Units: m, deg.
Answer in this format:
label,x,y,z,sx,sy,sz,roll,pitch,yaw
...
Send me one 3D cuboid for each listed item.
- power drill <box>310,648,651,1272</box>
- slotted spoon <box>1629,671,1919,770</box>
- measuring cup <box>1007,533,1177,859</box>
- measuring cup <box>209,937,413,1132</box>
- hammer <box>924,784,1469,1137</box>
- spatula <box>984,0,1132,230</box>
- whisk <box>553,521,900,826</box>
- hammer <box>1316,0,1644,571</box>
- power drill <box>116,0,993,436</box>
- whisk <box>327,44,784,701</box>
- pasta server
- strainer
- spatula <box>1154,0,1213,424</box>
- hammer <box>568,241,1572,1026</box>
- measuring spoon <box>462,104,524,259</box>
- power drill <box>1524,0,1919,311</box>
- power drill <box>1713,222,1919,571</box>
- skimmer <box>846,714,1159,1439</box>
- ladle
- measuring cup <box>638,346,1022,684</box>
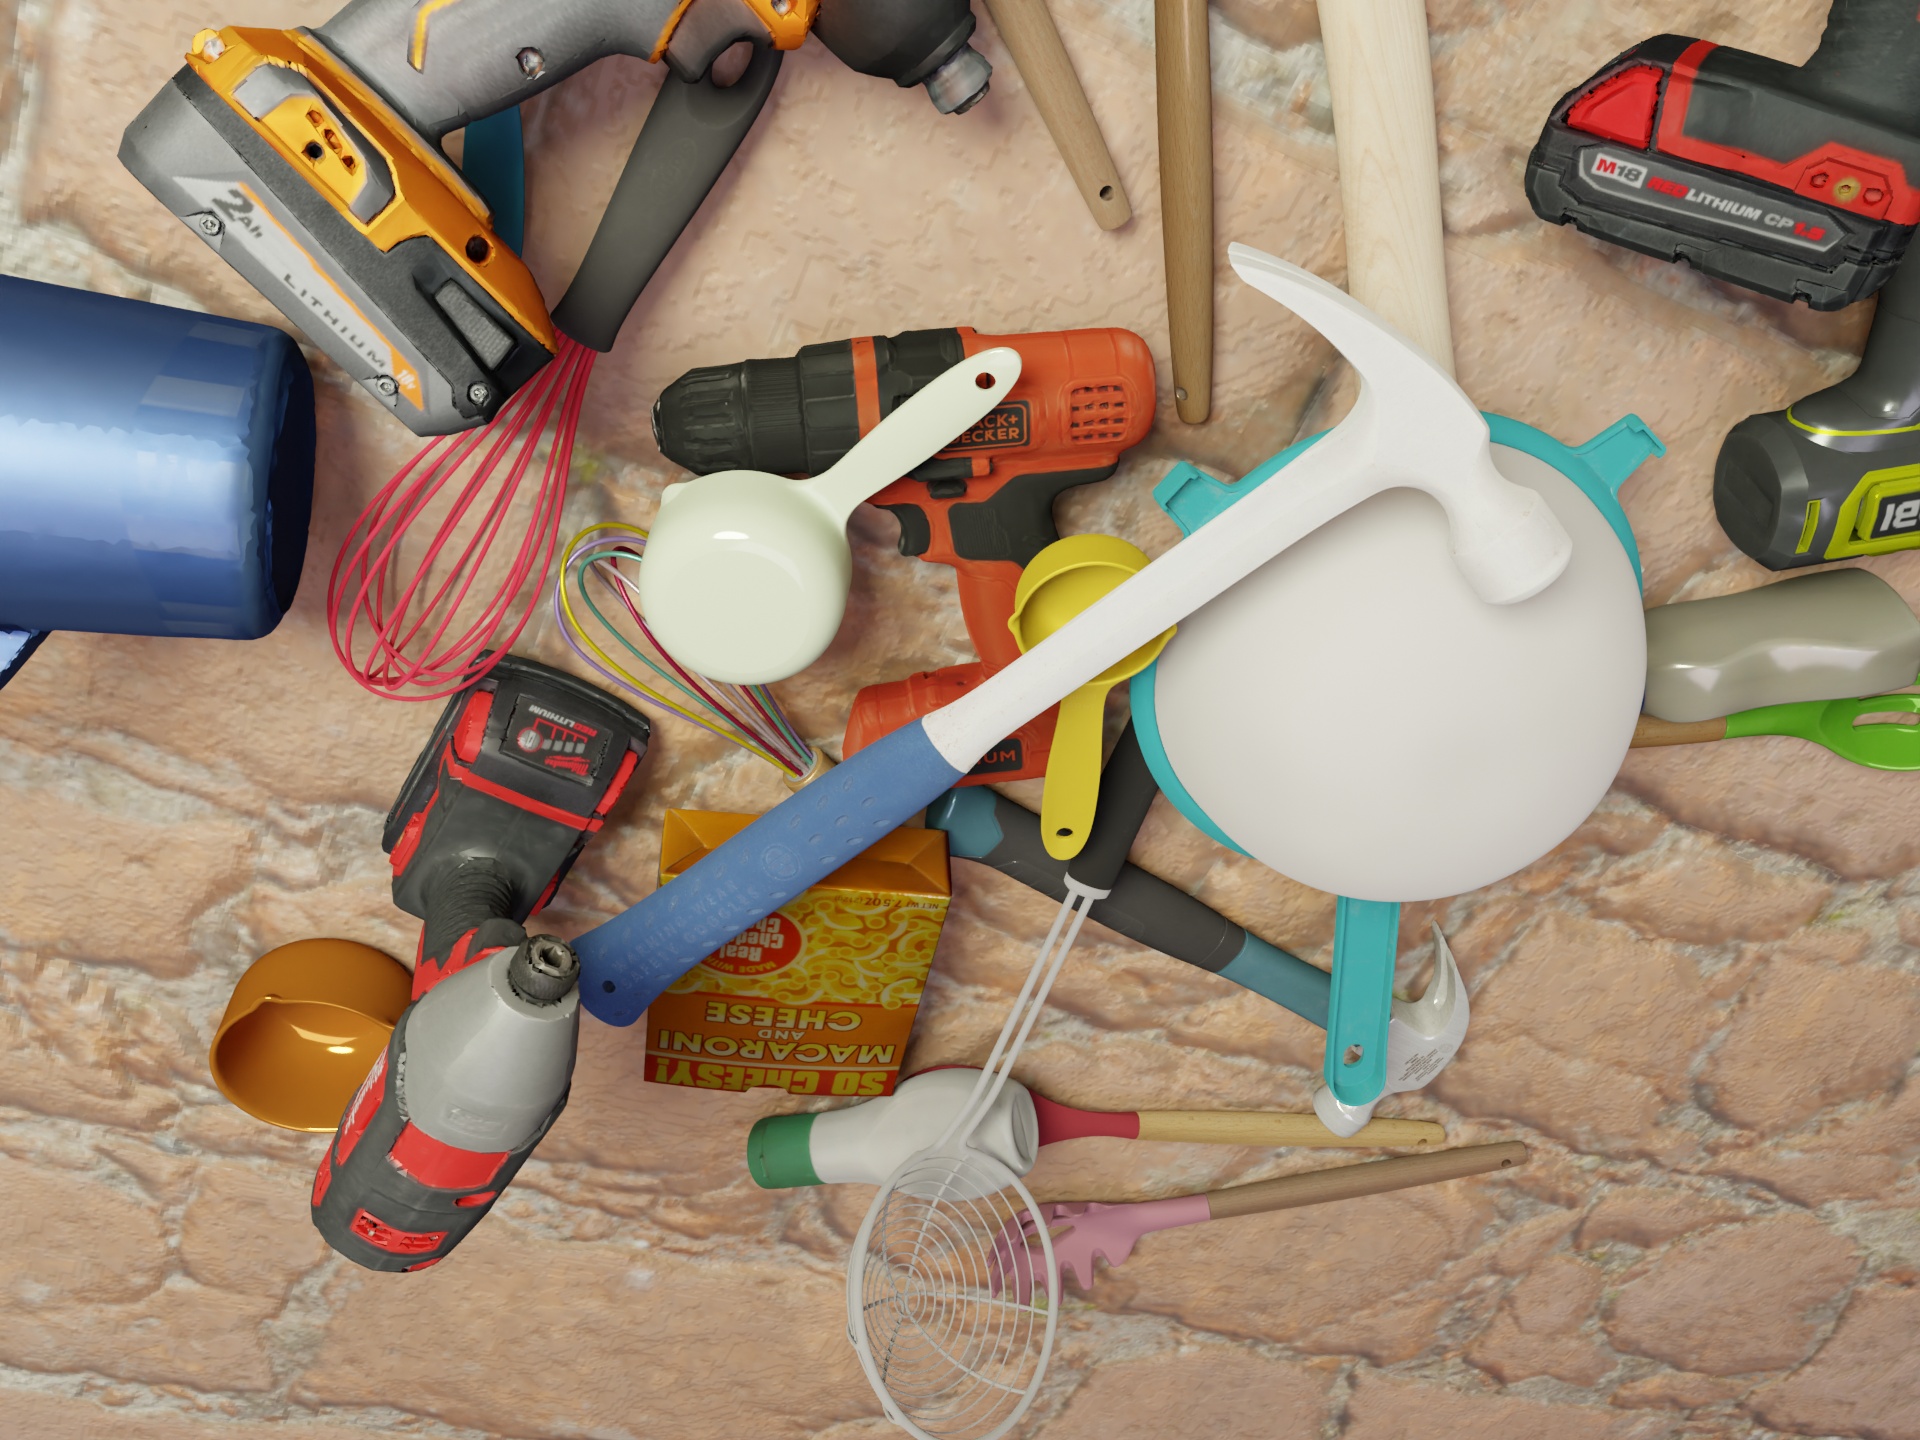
label,x,y,z,sx,sy,sz,roll,pitch,yaw
power drill,-0.176,0.078,0.598,0.078,0.220,0.143,25,119,-23
slotted spoon,0.323,0.001,0.729,0.313,0.031,0.070,-4,126,-3
measuring cup,0.046,-0.007,0.621,0.062,0.029,0.156,2,133,-2
measuring cup,-0.253,0.131,0.733,0.173,0.052,0.095,-16,126,2
hammer,0.118,0.108,0.775,0.330,0.033,0.128,28,118,-25
spatula,-0.019,-0.287,0.480,0.060,0.018,0.315,-29,123,7
whisk,-0.078,0.004,0.672,0.051,0.047,0.244,-24,131,24
hammer,0.160,-0.193,0.561,0.146,0.038,0.410,-17,126,3
power drill,-0.104,-0.190,0.465,0.226,0.084,0.164,-45,115,0
whisk,-0.144,-0.121,0.563,0.073,0.073,0.295,27,112,-24
pasta server,0.169,0.276,0.901,0.316,0.040,0.060,-9,115,-2
strainer,0.181,0.050,0.640,0.211,0.095,0.340,-7,121,-4
spatula,0.062,-0.231,0.513,0.044,0.082,0.317,-34,136,-26
hammer,-0.001,-0.002,0.572,0.405,0.035,0.144,-35,106,24
measuring spoon,-0.155,-0.201,0.530,0.042,0.021,0.128,3,134,-14
power drill,0.244,-0.258,0.468,0.188,0.080,0.226,27,129,18
power drill,0.398,-0.167,0.587,0.190,0.080,0.228,-9,129,0
skimmer,0.049,0.139,0.690,0.127,0.090,0.363,13,105,-43
ladle,0.119,0.220,0.862,0.315,0.031,0.069,5,123,-13
measuring cup,-0.044,-0.071,0.553,0.167,0.038,0.083,-34,118,25
